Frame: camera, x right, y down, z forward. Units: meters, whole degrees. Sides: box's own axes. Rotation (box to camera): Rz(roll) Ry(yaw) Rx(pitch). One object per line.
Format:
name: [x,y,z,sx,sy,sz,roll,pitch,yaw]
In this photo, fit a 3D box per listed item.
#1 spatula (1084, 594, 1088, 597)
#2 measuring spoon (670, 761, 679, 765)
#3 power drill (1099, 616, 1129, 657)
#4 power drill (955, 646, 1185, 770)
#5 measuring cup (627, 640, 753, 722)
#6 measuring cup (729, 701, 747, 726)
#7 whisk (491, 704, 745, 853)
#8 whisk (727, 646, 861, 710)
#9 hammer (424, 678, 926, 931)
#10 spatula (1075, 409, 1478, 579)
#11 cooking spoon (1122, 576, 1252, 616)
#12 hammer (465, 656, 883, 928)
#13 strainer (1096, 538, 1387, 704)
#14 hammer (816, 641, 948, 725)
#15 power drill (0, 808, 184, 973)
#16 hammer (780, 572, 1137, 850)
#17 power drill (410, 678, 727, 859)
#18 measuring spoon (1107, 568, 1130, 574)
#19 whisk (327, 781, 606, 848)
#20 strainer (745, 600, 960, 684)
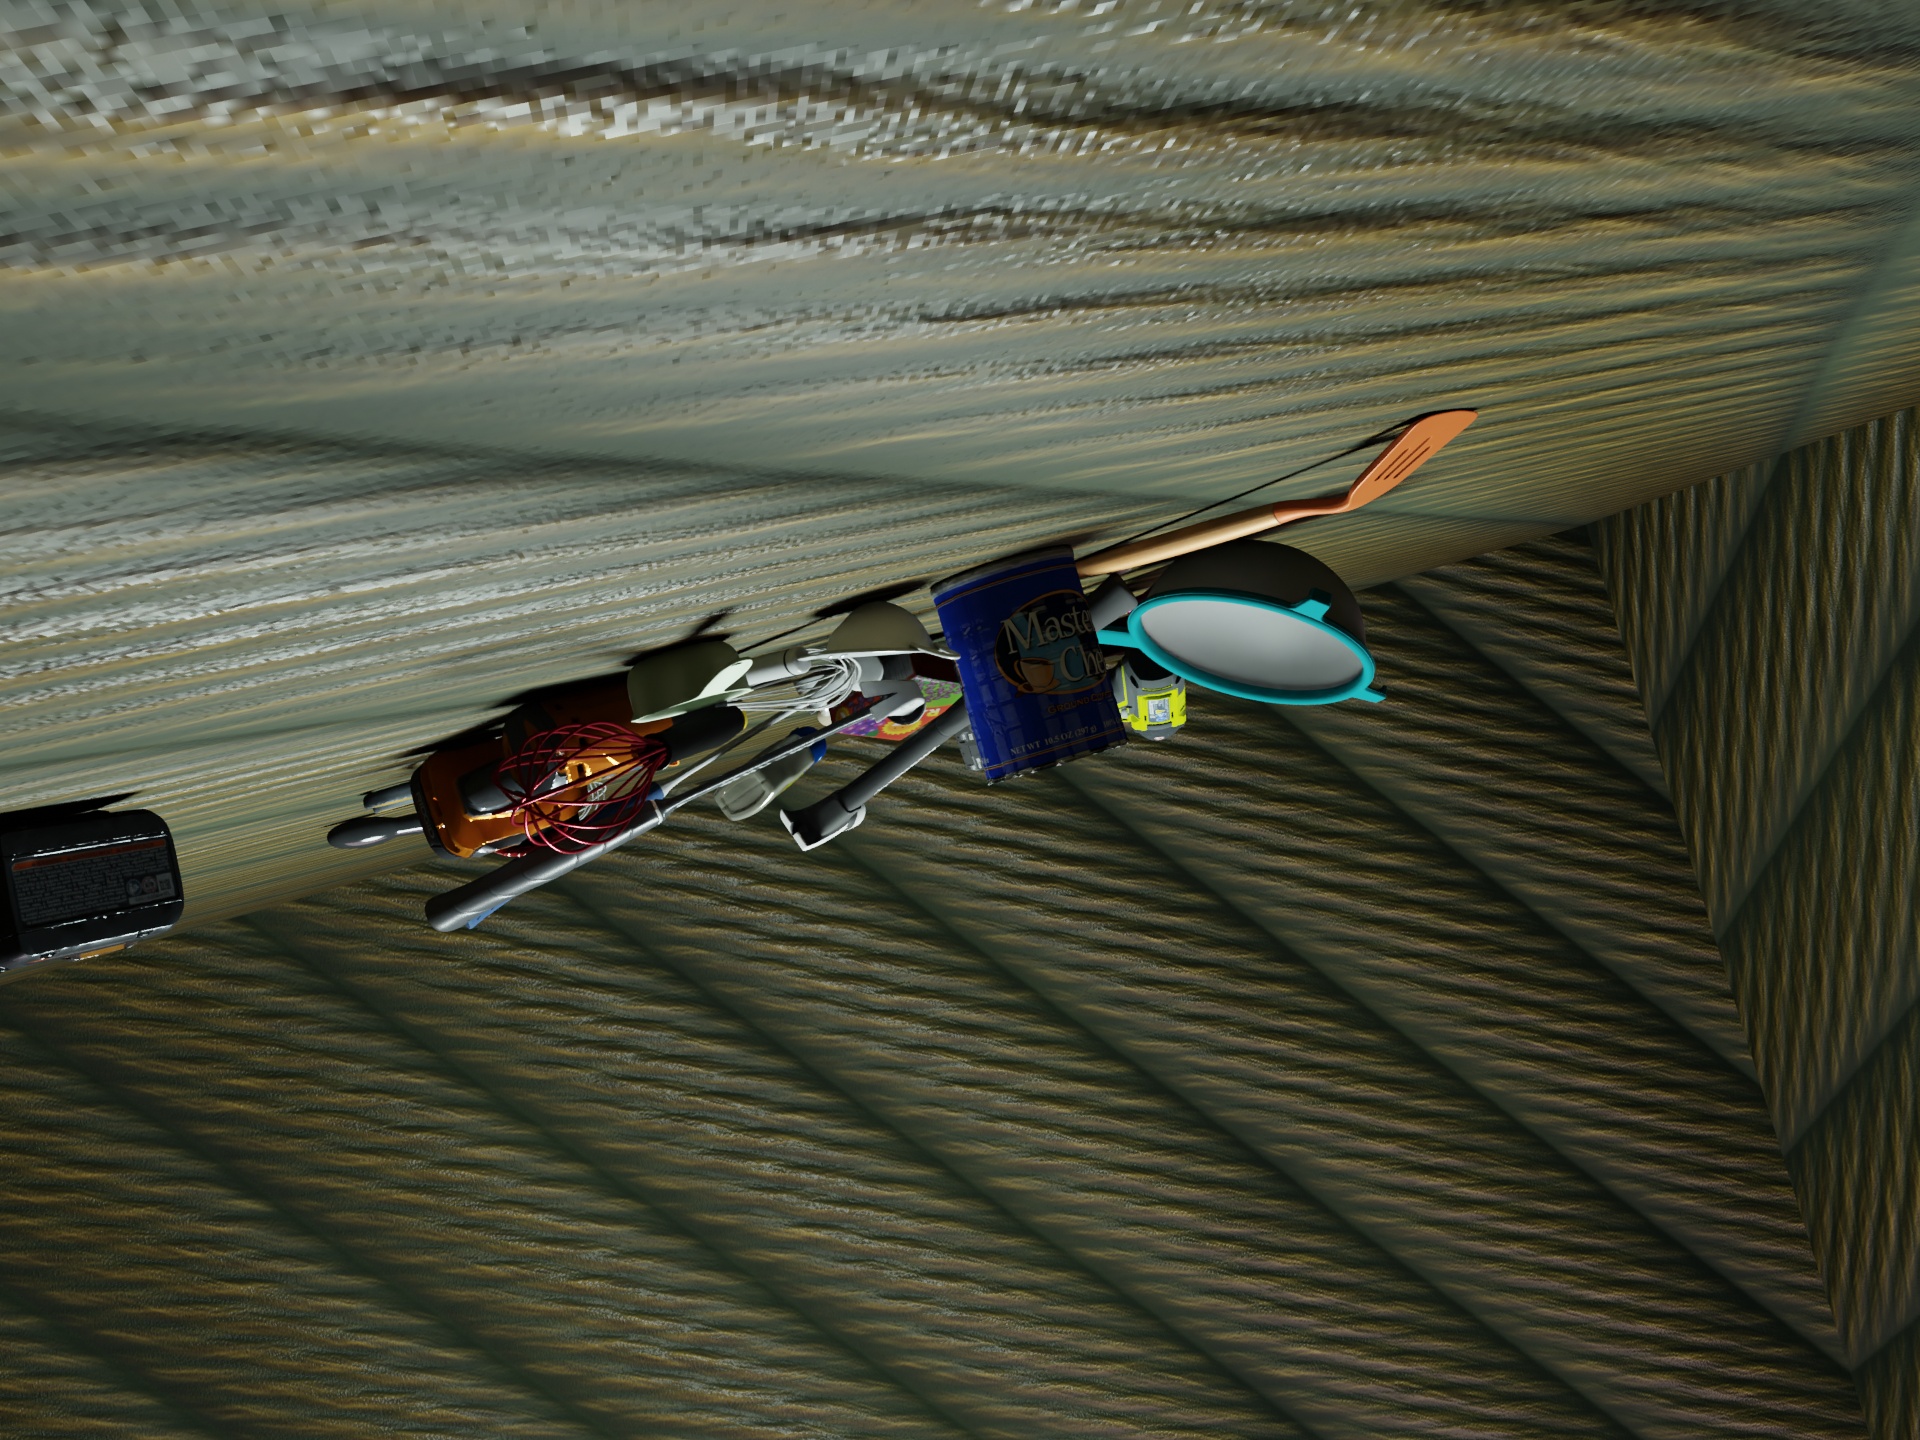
spatula: [0.048,-0.077,1.413,0.082,0.044,0.317,-15,178,-18]
measuring spoon: [-0.241,0.006,1.219,0.021,0.011,0.116,-1,153,12]
power drill: [0.095,-0.072,1.652,0.143,0.078,0.219,-15,174,-45]
power drill: [0.109,-0.013,1.557,0.223,0.080,0.171,-7,155,5]
measuring cup: [-0.159,-0.034,0.980,0.083,0.038,0.167,-16,176,-24]
measuring cup: [-0.281,0.017,1.540,0.156,0.029,0.062,-18,179,-10]
whisk: [-0.190,0.022,0.951,0.073,0.073,0.296,-17,-175,16]
whisk: [-0.197,-0.014,1.247,0.246,0.058,0.059,-14,144,5]
hammer: [-0.216,0.063,1.205,0.409,0.036,0.149,-25,177,1]
spatula: [0.195,-0.145,1.086,0.322,0.041,0.081,-13,-178,44]
cooking spoon: [0.136,-0.101,1.500,0.319,0.068,0.017,-11,-149,30]
hammer: [-0.253,0.056,1.376,0.405,0.035,0.144,-33,-173,-24]
strainer: [0.203,-0.103,1.398,0.340,0.095,0.210,7,160,33]
hammer: [-0.101,-0.030,1.738,0.146,0.038,0.410,-18,179,-10]
power drill: [-0.594,0.113,0.917,0.226,0.084,0.185,-12,179,26]
hammer: [-0.002,-0.004,1.226,0.334,0.035,0.146,-37,175,18]
power drill: [-0.277,0.027,1.132,0.164,0.084,0.226,-18,176,-44]
measuring spoon: [0.161,-0.132,1.207,0.124,0.018,0.034,-17,178,-8]
whisk: [-0.503,0.096,1.640,0.284,0.070,0.070,-10,175,-30]
strainer: [-0.108,-0.045,1.098,0.258,0.050,0.086,-11,176,36]
